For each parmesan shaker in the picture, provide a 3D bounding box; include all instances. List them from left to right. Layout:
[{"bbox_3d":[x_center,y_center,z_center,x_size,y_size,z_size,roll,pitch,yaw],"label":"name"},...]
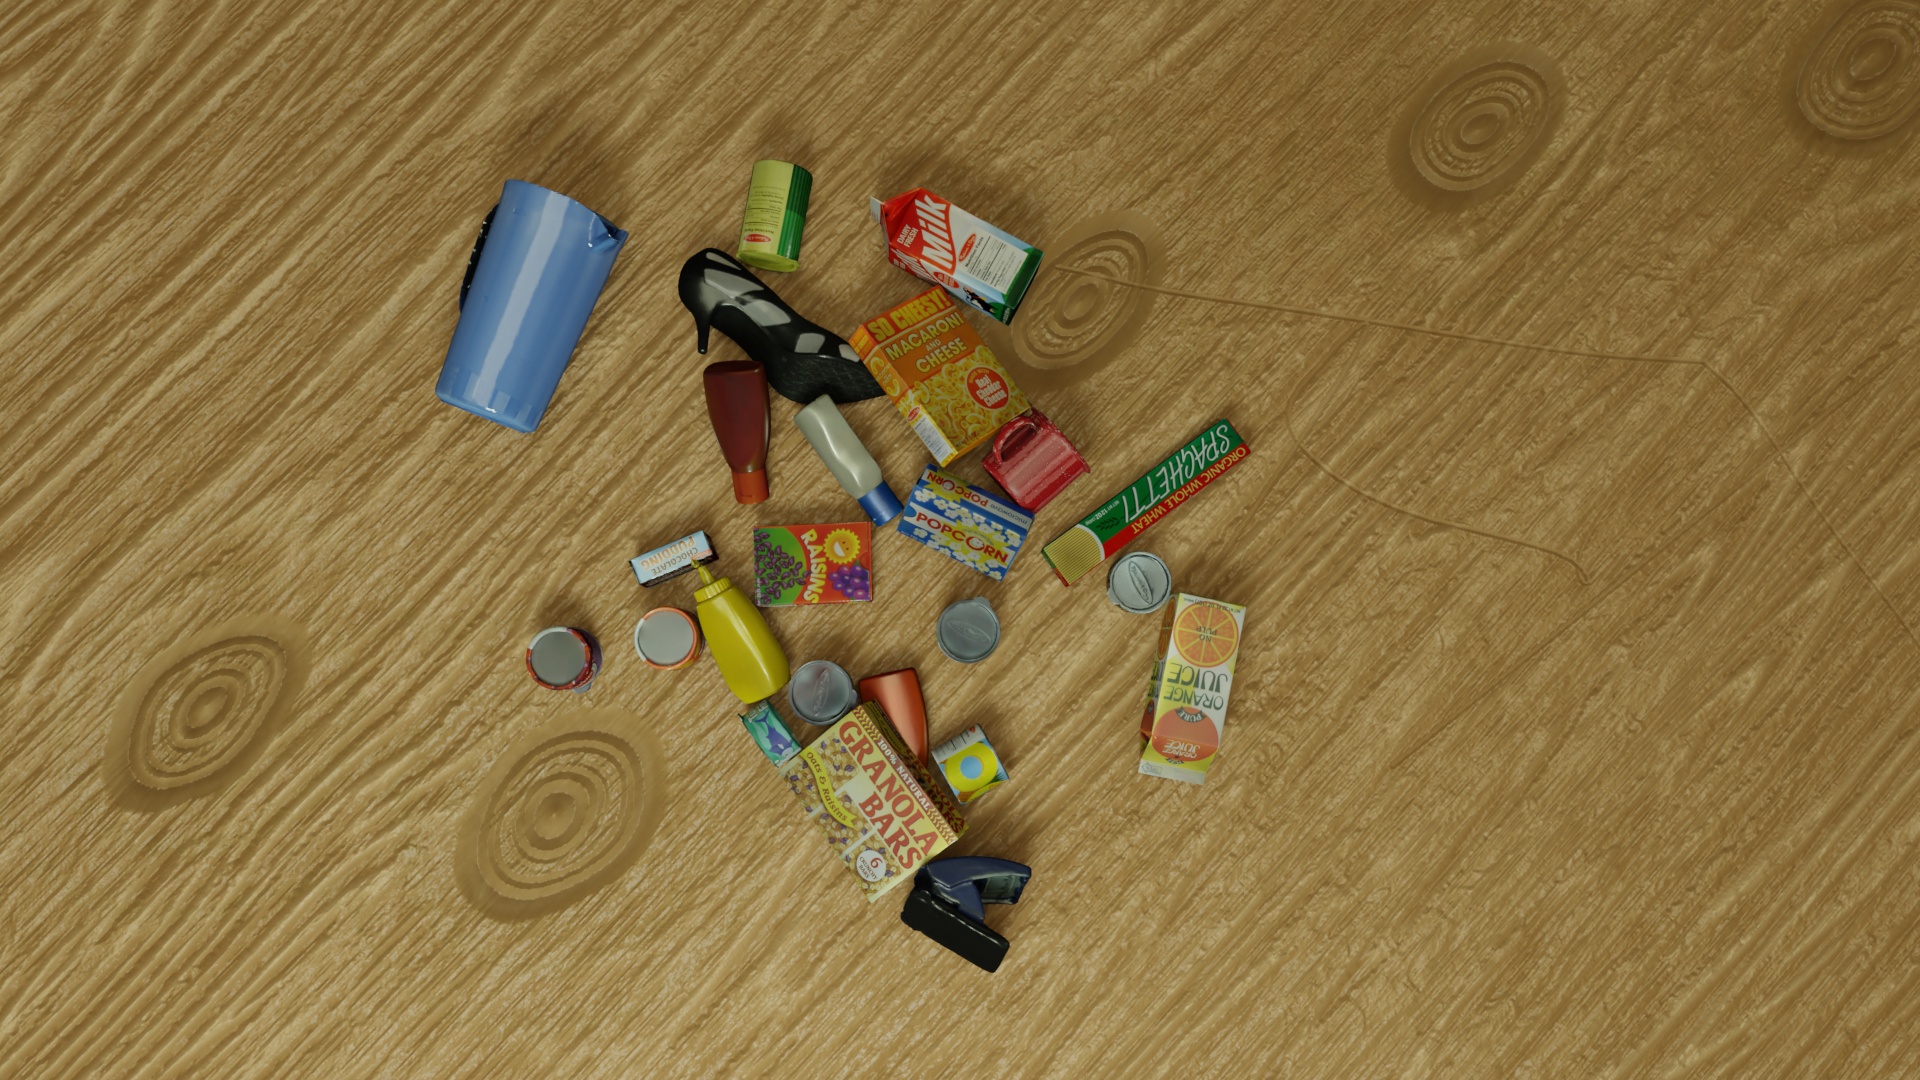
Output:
[{"bbox_3d":[-0.196,-0.347,1.488,0.071,0.071,0.103,10,83,-1],"label":"parmesan shaker"}]

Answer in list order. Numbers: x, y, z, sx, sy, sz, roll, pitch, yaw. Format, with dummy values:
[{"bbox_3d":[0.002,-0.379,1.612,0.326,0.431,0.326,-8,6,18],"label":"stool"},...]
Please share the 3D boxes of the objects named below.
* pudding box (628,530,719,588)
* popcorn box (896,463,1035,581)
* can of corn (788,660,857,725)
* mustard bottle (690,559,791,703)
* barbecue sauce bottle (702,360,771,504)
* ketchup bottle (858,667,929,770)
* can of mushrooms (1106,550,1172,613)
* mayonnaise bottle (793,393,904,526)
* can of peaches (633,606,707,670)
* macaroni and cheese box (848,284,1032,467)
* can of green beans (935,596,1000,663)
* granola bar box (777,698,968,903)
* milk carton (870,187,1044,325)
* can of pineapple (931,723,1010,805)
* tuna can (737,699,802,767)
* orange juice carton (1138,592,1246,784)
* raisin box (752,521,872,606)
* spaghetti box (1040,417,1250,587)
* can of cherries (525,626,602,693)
[{"bbox_3d":[-0.300,0.020,1.455,0.084,0.049,0.030,-22,84,-5],"label":"pudding box"},{"bbox_3d":[0.005,-0.018,1.452,0.127,0.084,0.038,26,52,0],"label":"popcorn box"},{"bbox_3d":[-0.141,0.159,1.443,0.071,0.058,0.071,0,84,-2],"label":"can of corn"},{"bbox_3d":[-0.235,0.088,1.435,0.065,0.049,0.160,-23,97,30],"label":"mustard bottle"},{"bbox_3d":[-0.226,-0.111,1.444,0.065,0.044,0.147,0,115,10],"label":"barbecue sauce bottle"},{"bbox_3d":[-0.061,0.210,1.449,0.065,0.043,0.149,-13,85,2],"label":"ketchup bottle"},{"bbox_3d":[0.188,0.046,1.481,0.071,0.033,0.071,0,85,-3],"label":"can of mushrooms"},{"bbox_3d":[-0.117,-0.083,1.468,0.041,0.064,0.148,-39,98,-21],"label":"mayonnaise bottle"},{"bbox_3d":[-0.299,0.101,1.443,0.071,0.058,0.071,0,84,-2],"label":"can of peaches"},{"bbox_3d":[-0.021,-0.174,1.465,0.124,0.040,0.166,-34,85,-37],"label":"macaroni and cheese box"},{"bbox_3d":[0.008,0.096,1.456,0.071,0.058,0.071,0,84,-2],"label":"can of green beans"},{"bbox_3d":[-0.089,0.264,1.415,0.124,0.039,0.165,-40,80,18],"label":"granola bar box"},{"bbox_3d":[-0.013,-0.313,1.490,0.190,0.072,0.073,28,83,0],"label":"milk carton"},{"bbox_3d":[0.011,0.234,1.438,0.058,0.071,0.071,-29,86,-4],"label":"can of pineapple"},{"bbox_3d":[-0.196,0.197,1.432,0.033,0.071,0.071,-37,87,-6],"label":"tuna can"},{"bbox_3d":[0.239,0.155,1.452,0.072,0.073,0.193,12,84,-1],"label":"orange juice carton"},{"bbox_3d":[-0.155,0.025,1.466,0.123,0.040,0.086,-2,84,-3],"label":"raisin box"},{"bbox_3d":[0.200,-0.042,1.493,0.250,0.028,0.050,-36,88,-5],"label":"spaghetti box"},{"bbox_3d":[-0.408,0.124,1.435,0.071,0.058,0.071,0,84,-2],"label":"can of cherries"}]
